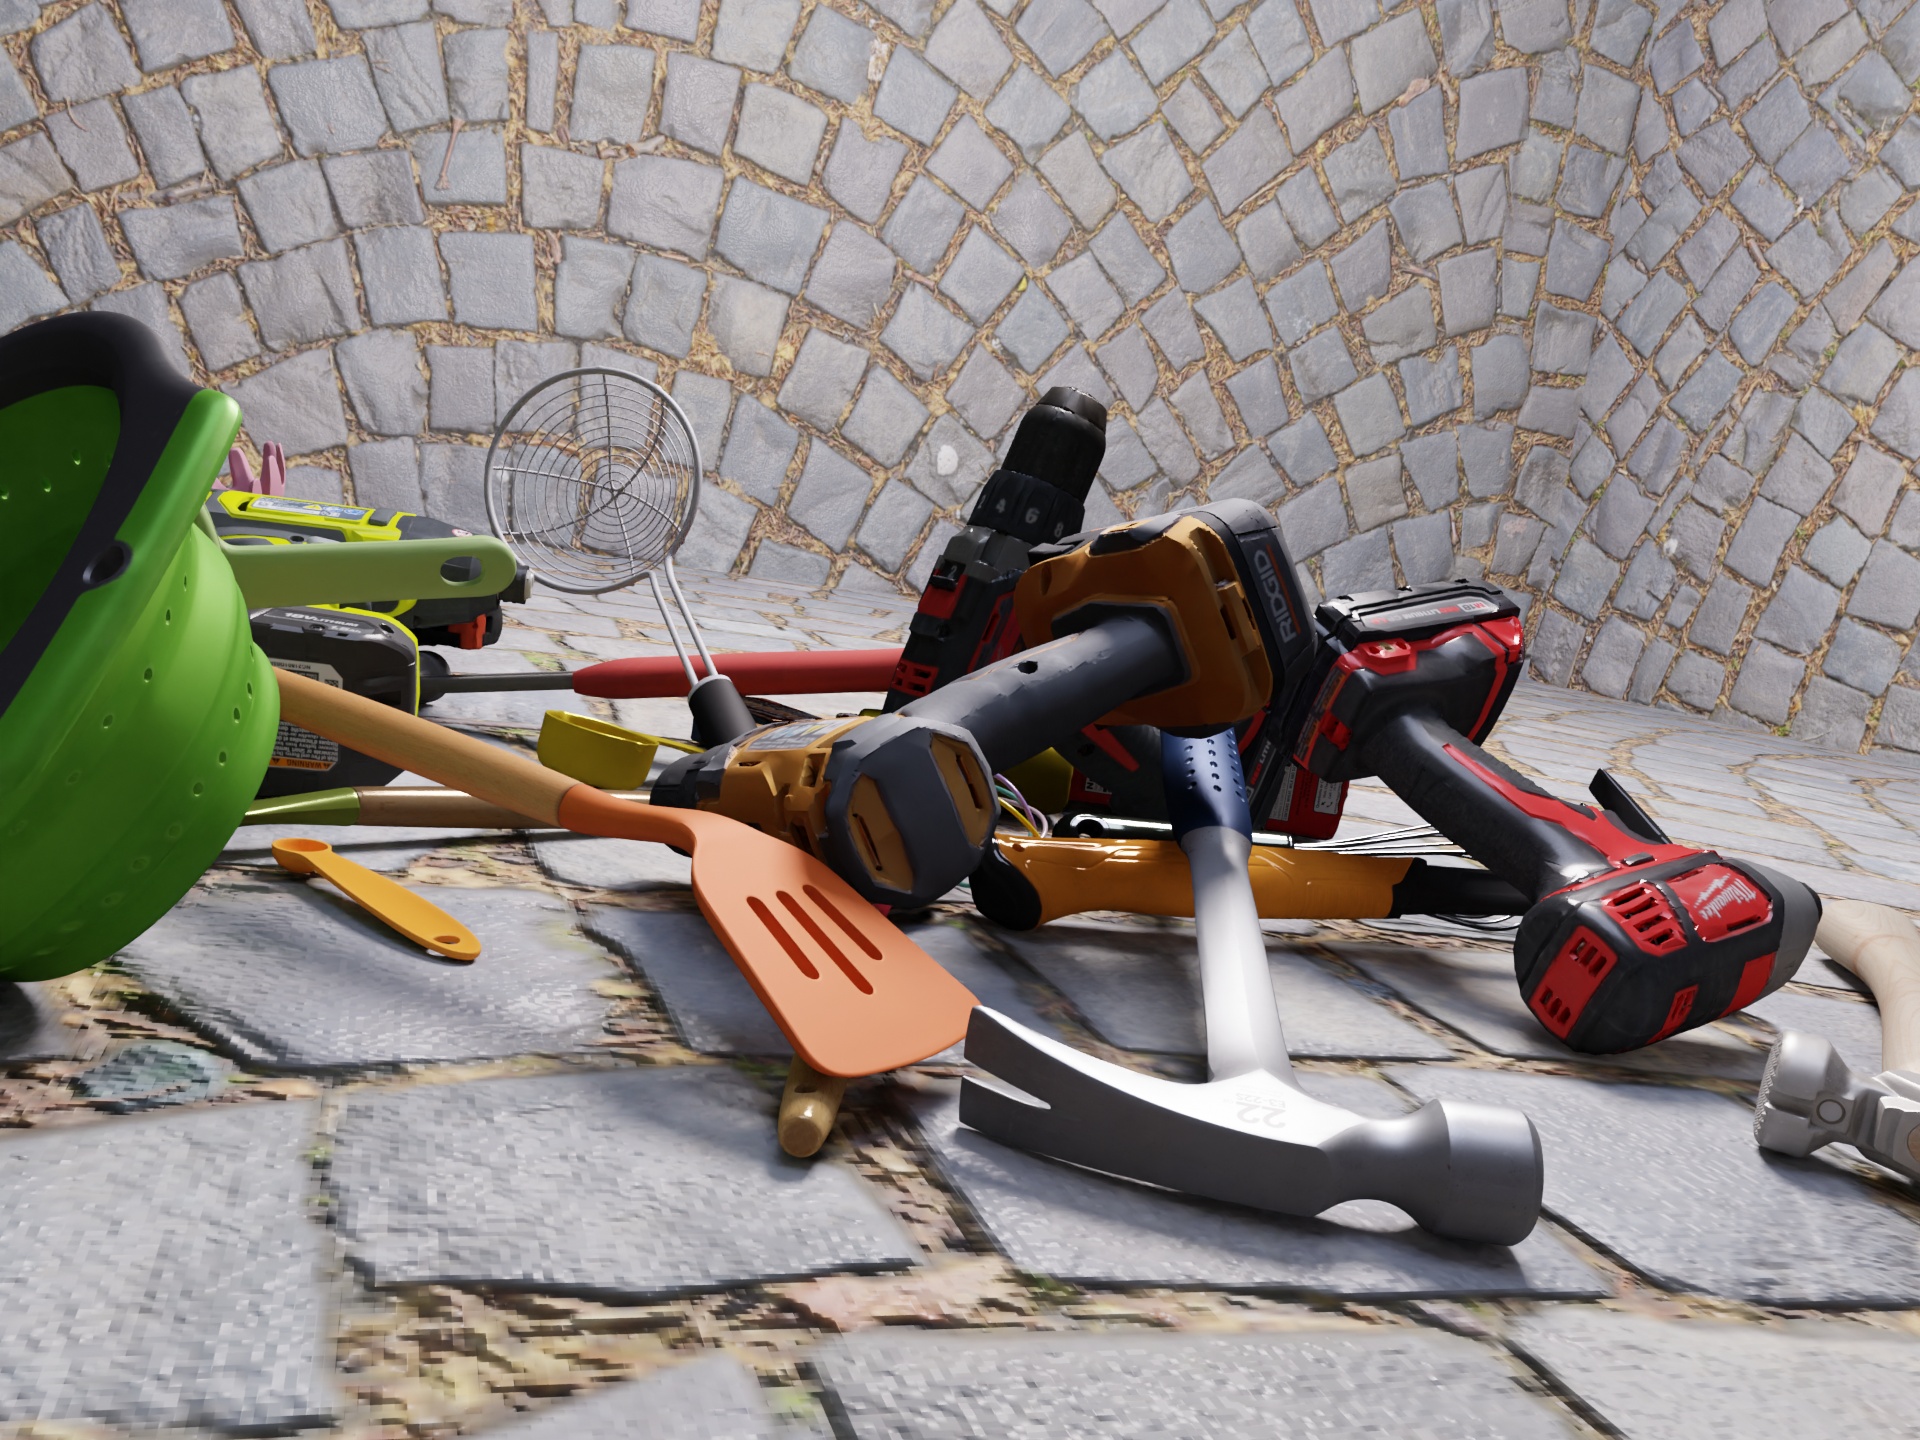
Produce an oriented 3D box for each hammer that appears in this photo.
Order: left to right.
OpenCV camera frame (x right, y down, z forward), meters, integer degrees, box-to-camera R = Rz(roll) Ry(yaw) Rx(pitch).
[{"bbox_3d":[-0.160,-0.023,0.866,0.359,0.036,0.149,-2,6,3],"label":"hammer"},{"bbox_3d":[0.087,0.048,0.576,0.144,0.035,0.406,8,18,3],"label":"hammer"},{"bbox_3d":[0.166,0.065,0.684,0.336,0.034,0.127,3,36,-15],"label":"hammer"},{"bbox_3d":[0.401,0.123,0.642,0.146,0.038,0.410,14,9,25],"label":"hammer"}]

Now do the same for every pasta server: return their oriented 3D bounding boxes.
[{"bbox_3d":[-0.420,-0.073,0.791,0.060,0.040,0.316,-9,25,10],"label":"pasta server"}]

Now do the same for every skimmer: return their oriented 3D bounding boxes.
[{"bbox_3d":[-0.157,-0.061,0.785,0.090,0.127,0.364,48,6,-40],"label":"skimmer"}]

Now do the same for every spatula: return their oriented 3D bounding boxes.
[{"bbox_3d":[-0.140,0.029,0.496,0.323,0.041,0.081,17,11,29],"label":"spatula"}]

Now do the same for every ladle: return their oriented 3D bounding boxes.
[{"bbox_3d":[-0.213,0.022,0.622,0.078,0.062,0.320,-2,-4,42],"label":"ladle"},{"bbox_3d":[-0.034,0.074,0.535,0.069,0.031,0.315,-5,9,2],"label":"ladle"}]

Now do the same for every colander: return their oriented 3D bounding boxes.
[{"bbox_3d":[-0.320,0.006,0.450,0.397,0.205,0.094,-5,-35,29],"label":"colander"}]

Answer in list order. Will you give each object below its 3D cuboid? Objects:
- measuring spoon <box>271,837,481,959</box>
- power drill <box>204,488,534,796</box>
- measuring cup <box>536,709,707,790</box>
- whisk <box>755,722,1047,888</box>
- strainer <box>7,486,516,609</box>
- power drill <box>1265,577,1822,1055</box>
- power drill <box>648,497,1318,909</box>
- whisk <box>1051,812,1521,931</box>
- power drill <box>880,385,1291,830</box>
[{"bbox_3d":[-0.195,0.061,0.527,0.117,0.011,0.021,19,12,38],"label":"measuring spoon"},{"bbox_3d":[-0.298,-0.048,0.739,0.171,0.080,0.223,6,22,-10],"label":"power drill"},{"bbox_3d":[-0.153,0.025,0.817,0.062,0.029,0.156,19,0,34],"label":"measuring cup"},{"bbox_3d":[-0.040,0.036,0.767,0.047,0.051,0.245,31,-10,-39],"label":"whisk"},{"bbox_3d":[-0.301,-0.059,0.591,0.256,0.151,0.069,-6,24,-31],"label":"strainer"},{"bbox_3d":[0.242,0.035,0.657,0.143,0.078,0.220,-9,43,-29],"label":"power drill"},{"bbox_3d":[-0.001,-0.002,0.599,0.226,0.084,0.185,-29,13,-31],"label":"power drill"},{"bbox_3d":[0.167,0.068,0.777,0.246,0.058,0.059,6,-27,-1],"label":"whisk"},{"bbox_3d":[0.079,-0.042,0.801,0.226,0.188,0.080,25,-4,-36],"label":"power drill"}]
